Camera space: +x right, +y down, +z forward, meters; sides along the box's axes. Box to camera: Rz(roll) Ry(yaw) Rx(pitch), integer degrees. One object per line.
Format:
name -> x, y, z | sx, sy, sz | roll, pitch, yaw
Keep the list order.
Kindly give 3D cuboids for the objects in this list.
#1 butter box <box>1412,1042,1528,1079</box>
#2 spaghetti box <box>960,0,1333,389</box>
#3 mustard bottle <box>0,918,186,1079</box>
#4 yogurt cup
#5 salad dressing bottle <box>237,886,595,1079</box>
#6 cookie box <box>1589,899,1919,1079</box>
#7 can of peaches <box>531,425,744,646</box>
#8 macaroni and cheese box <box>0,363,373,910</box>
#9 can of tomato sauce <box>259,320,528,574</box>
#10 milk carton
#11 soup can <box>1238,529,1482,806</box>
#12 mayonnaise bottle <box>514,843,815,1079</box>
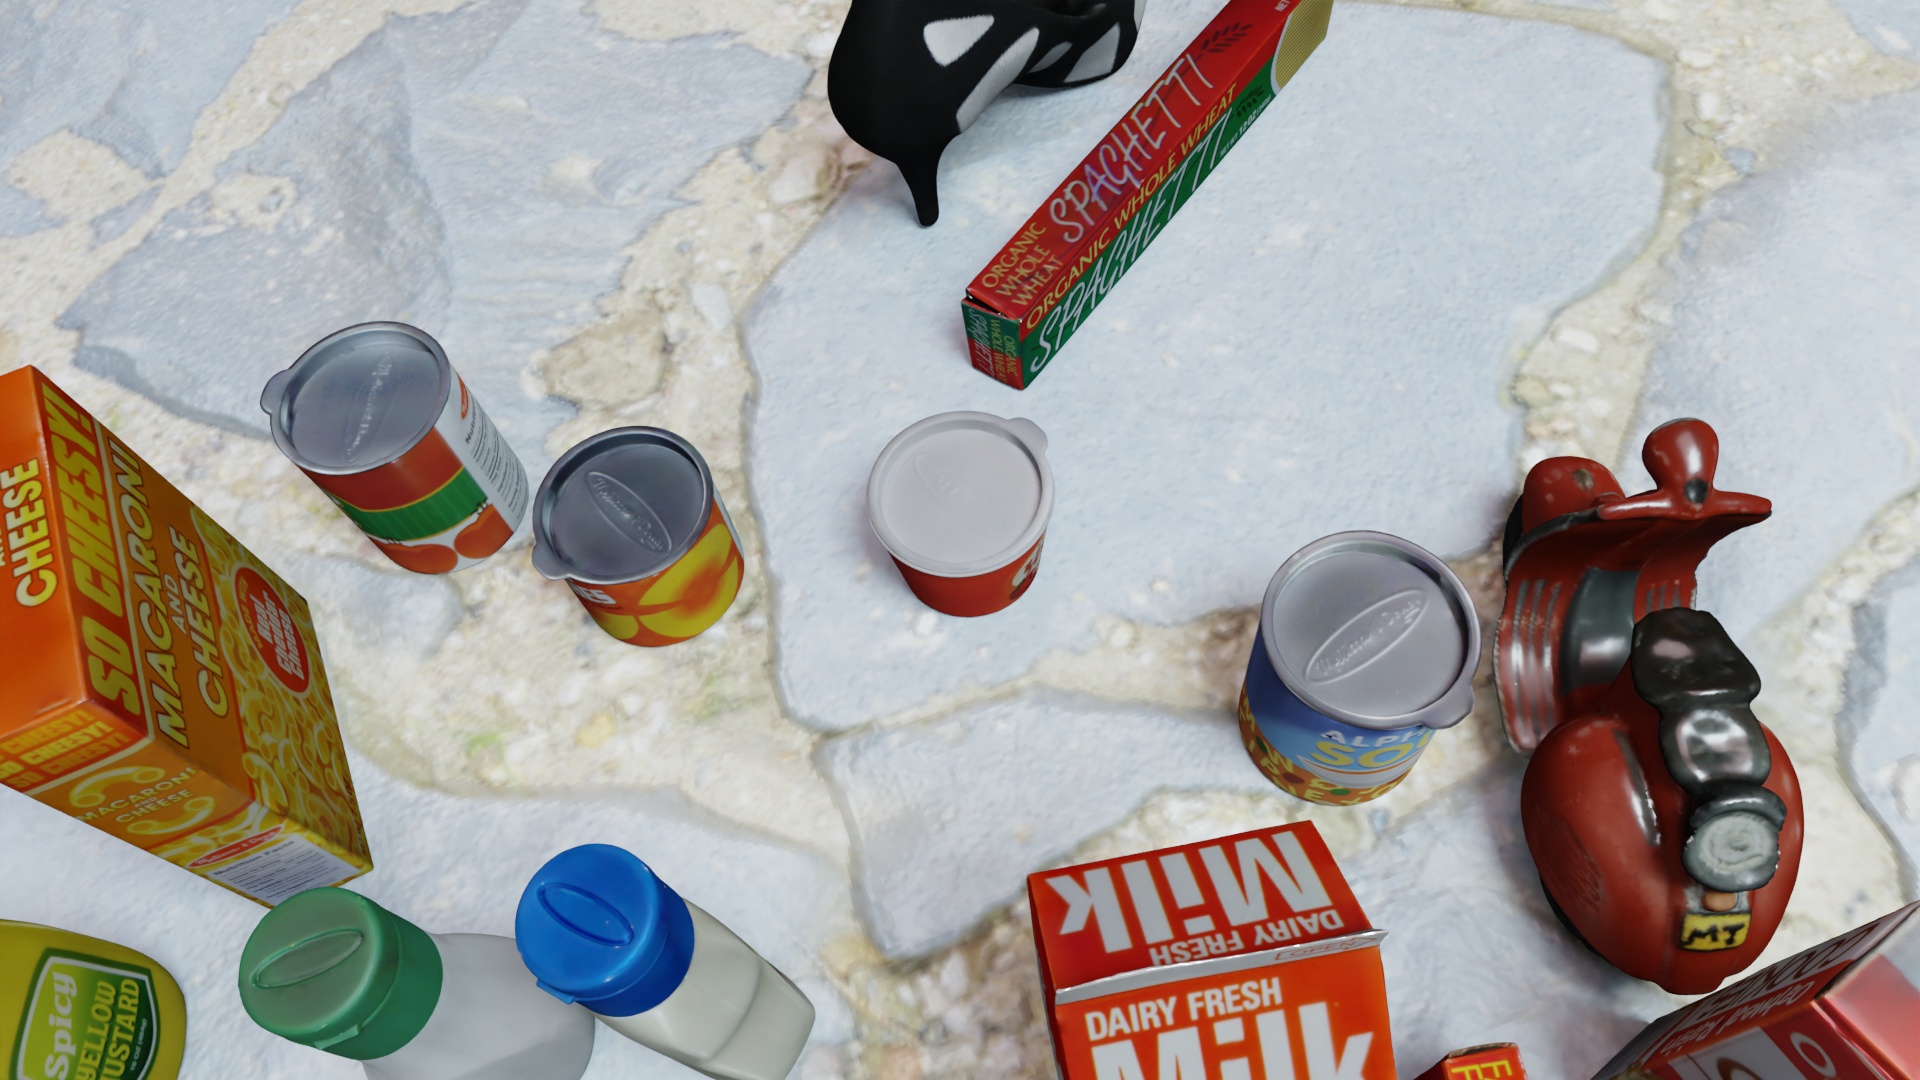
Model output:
butter box -> 0.157, 0.200, 0.392 | 0.024, 0.053, 0.104 | -10, 61, 0
spaghetti box -> 0.087, -0.167, 0.599 | 0.029, 0.050, 0.251 | 32, 69, 20
mustard bottle -> -0.291, 0.141, 0.405 | 0.049, 0.159, 0.065 | -6, 62, 2
yogurt cup -> 0.002, -0.006, 0.518 | 0.072, 0.053, 0.073 | -2, 62, 4
salad dressing bottle -> -0.152, 0.136, 0.402 | 0.064, 0.147, 0.044 | -21, 62, -6
cookie box -> 0.234, 0.166, 0.339 | 0.040, 0.166, 0.123 | -35, 64, -13
can of peaches -> -0.121, 0.001, 0.523 | 0.071, 0.057, 0.071 | -2, 62, 4
macaroni and cheese box -> -0.260, 0.040, 0.453 | 0.040, 0.165, 0.124 | -25, 62, -8
can of tomato sauce -> -0.215, -0.033, 0.536 | 0.071, 0.082, 0.071 | -2, 62, 4
milk carton -> 0.060, 0.128, 0.362 | 0.072, 0.189, 0.074 | -11, 62, -1
soup can -> 0.130, 0.047, 0.460 | 0.071, 0.083, 0.071 | -2, 62, 4
mayonnaise bottle -> -0.084, 0.125, 0.401 | 0.065, 0.147, 0.041 | 23, 67, 17
